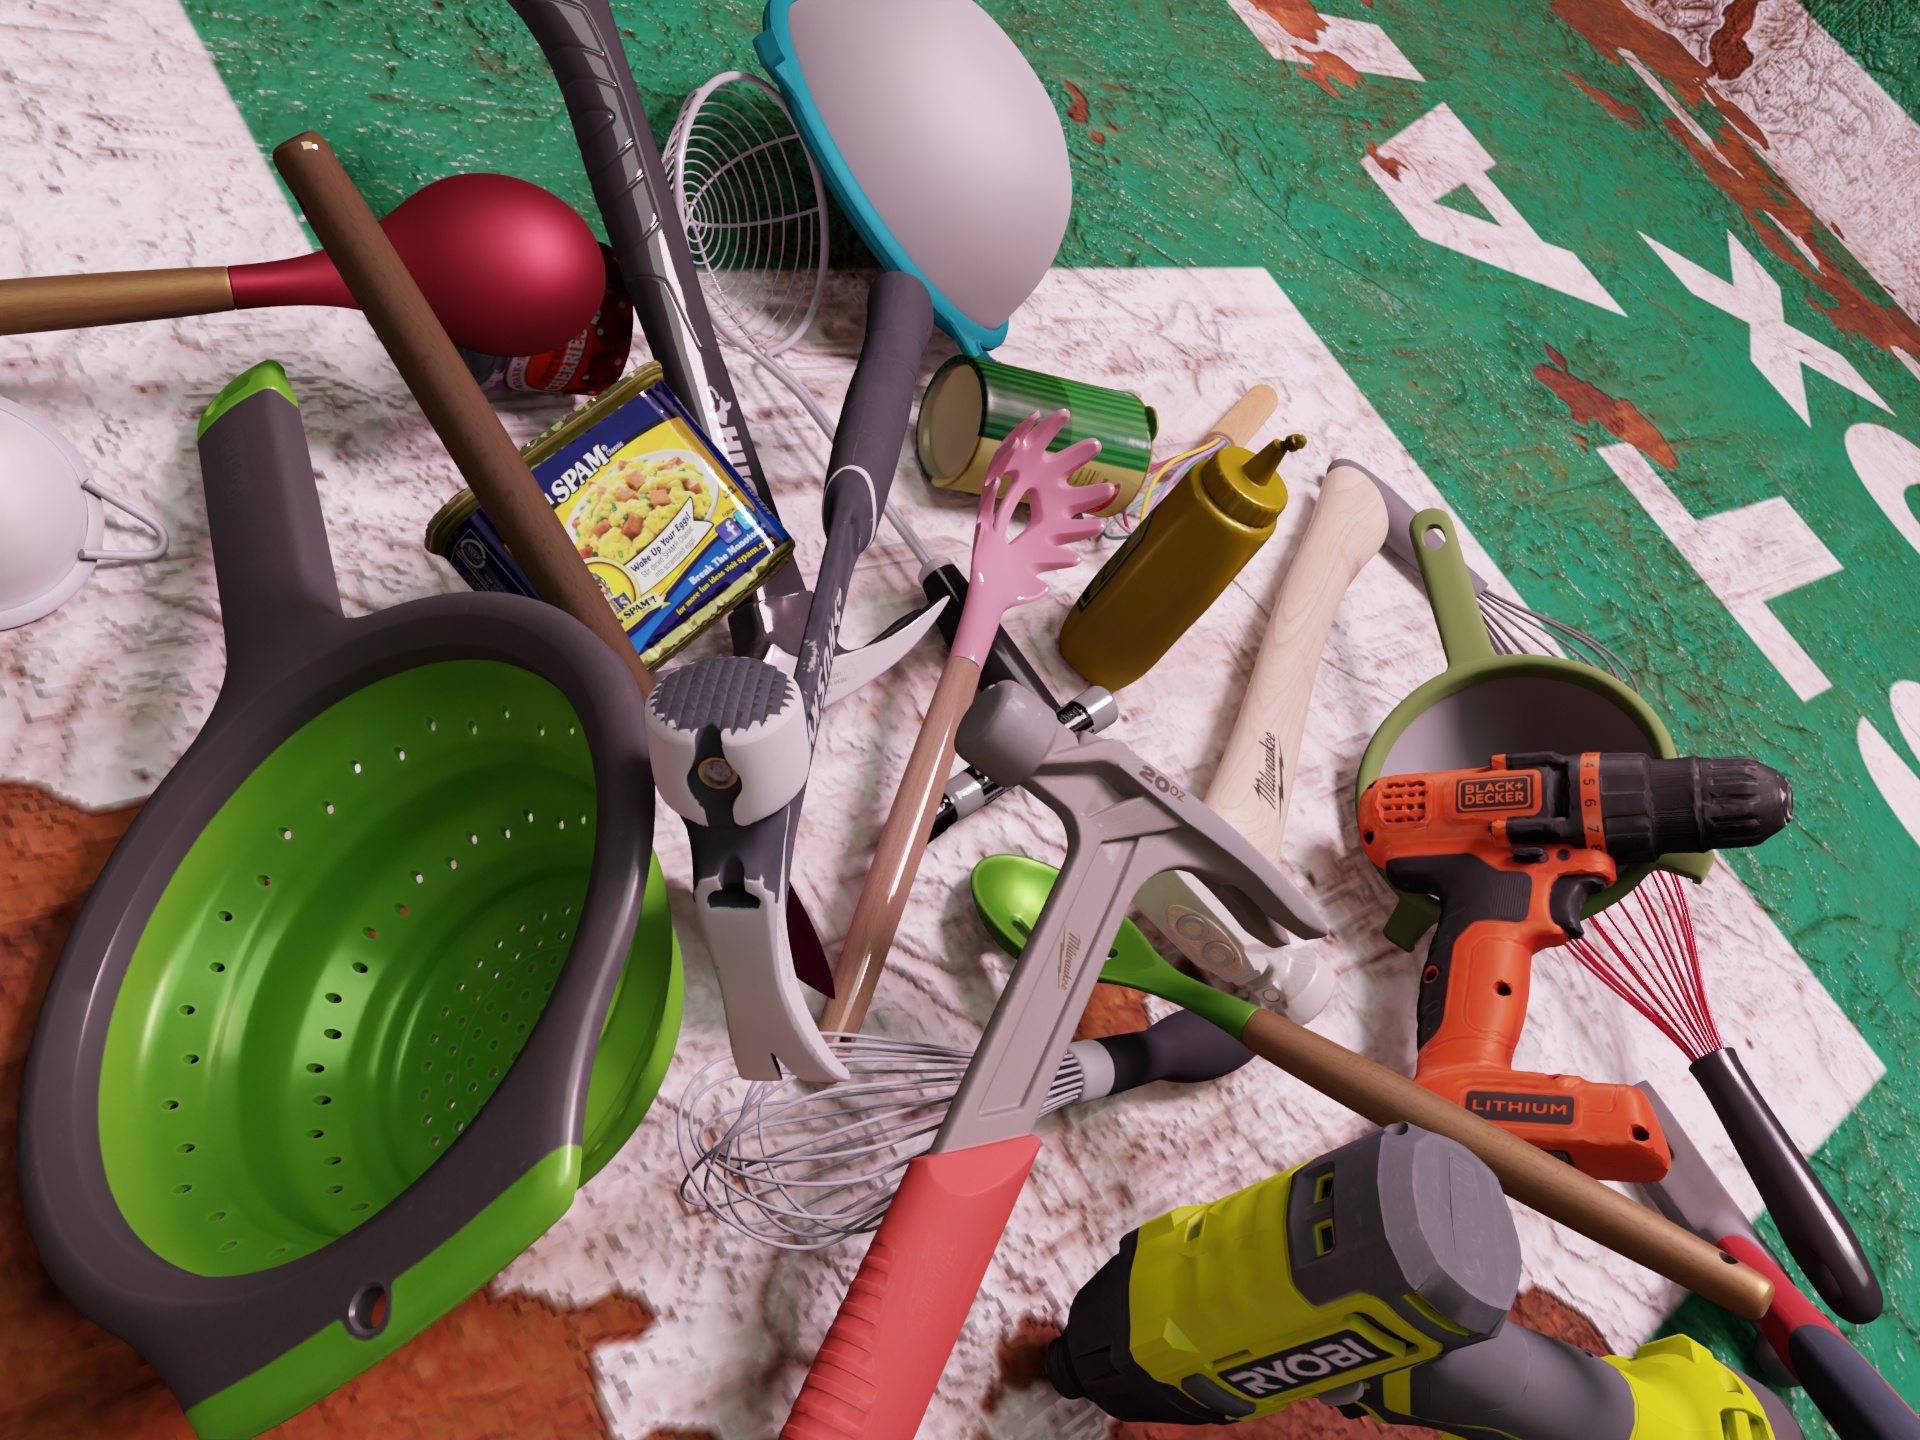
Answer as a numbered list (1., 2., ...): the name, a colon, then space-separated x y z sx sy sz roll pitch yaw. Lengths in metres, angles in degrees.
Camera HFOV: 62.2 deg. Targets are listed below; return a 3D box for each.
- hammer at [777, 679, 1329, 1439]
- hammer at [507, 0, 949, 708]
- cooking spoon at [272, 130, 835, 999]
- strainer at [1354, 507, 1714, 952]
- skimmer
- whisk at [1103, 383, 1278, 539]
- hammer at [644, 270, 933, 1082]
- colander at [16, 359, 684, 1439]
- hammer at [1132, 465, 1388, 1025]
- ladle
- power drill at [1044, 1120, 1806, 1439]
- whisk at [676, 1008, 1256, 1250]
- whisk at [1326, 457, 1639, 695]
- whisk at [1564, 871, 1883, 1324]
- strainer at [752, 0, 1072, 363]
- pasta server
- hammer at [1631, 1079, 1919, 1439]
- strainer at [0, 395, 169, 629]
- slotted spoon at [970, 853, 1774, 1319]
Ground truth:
1. hammer: -0.003 0.164 0.466 0.149 0.036 0.359 37 59 -16
2. hammer: -0.110 -0.160 0.651 0.146 0.035 0.335 -17 87 -41
3. cooking spoon: -0.112 -0.026 0.489 0.017 0.069 0.318 -38 124 -19
4. strainer: 0.275 0.003 0.823 0.069 0.151 0.257 50 28 -49
5. skimmer: -0.026 -0.134 0.729 0.363 0.090 0.127 55 25 12
6. whisk: 0.139 -0.144 0.906 0.047 0.051 0.245 59 36 -13
7. hammer: -0.038 -0.058 0.548 0.036 0.149 0.409 1 36 4
8. colander: -0.176 0.020 0.490 0.094 0.204 0.398 47 9 -49
9. hammer: 0.161 -0.033 0.813 0.146 0.038 0.411 45 39 -13
10. ladle: -0.276 -0.145 0.540 0.315 0.031 0.069 -12 90 -21
11. power drill: 0.152 0.225 0.523 0.223 0.171 0.080 35 40 -20
12. whisk: 0.020 0.131 0.575 0.284 0.070 0.070 -1 57 -44
13. whisk: 0.316 -0.079 0.973 0.239 0.055 0.055 45 42 8
14. whisk: 0.359 0.149 0.782 0.073 0.073 0.296 7 47 -32
15. strainer: 0.004 -0.342 0.881 0.210 0.095 0.341 52 25 -24
16. pasta server: -0.001 -0.002 0.638 0.060 0.040 0.316 40 52 -29
17. hammer: 0.304 0.222 0.568 0.143 0.038 0.386 57 10 12
18. strainer: -0.373 -0.074 0.466 0.258 0.050 0.087 3 69 -31
19. slotted spoon: 0.124 0.121 0.563 0.314 0.031 0.070 24 21 37
